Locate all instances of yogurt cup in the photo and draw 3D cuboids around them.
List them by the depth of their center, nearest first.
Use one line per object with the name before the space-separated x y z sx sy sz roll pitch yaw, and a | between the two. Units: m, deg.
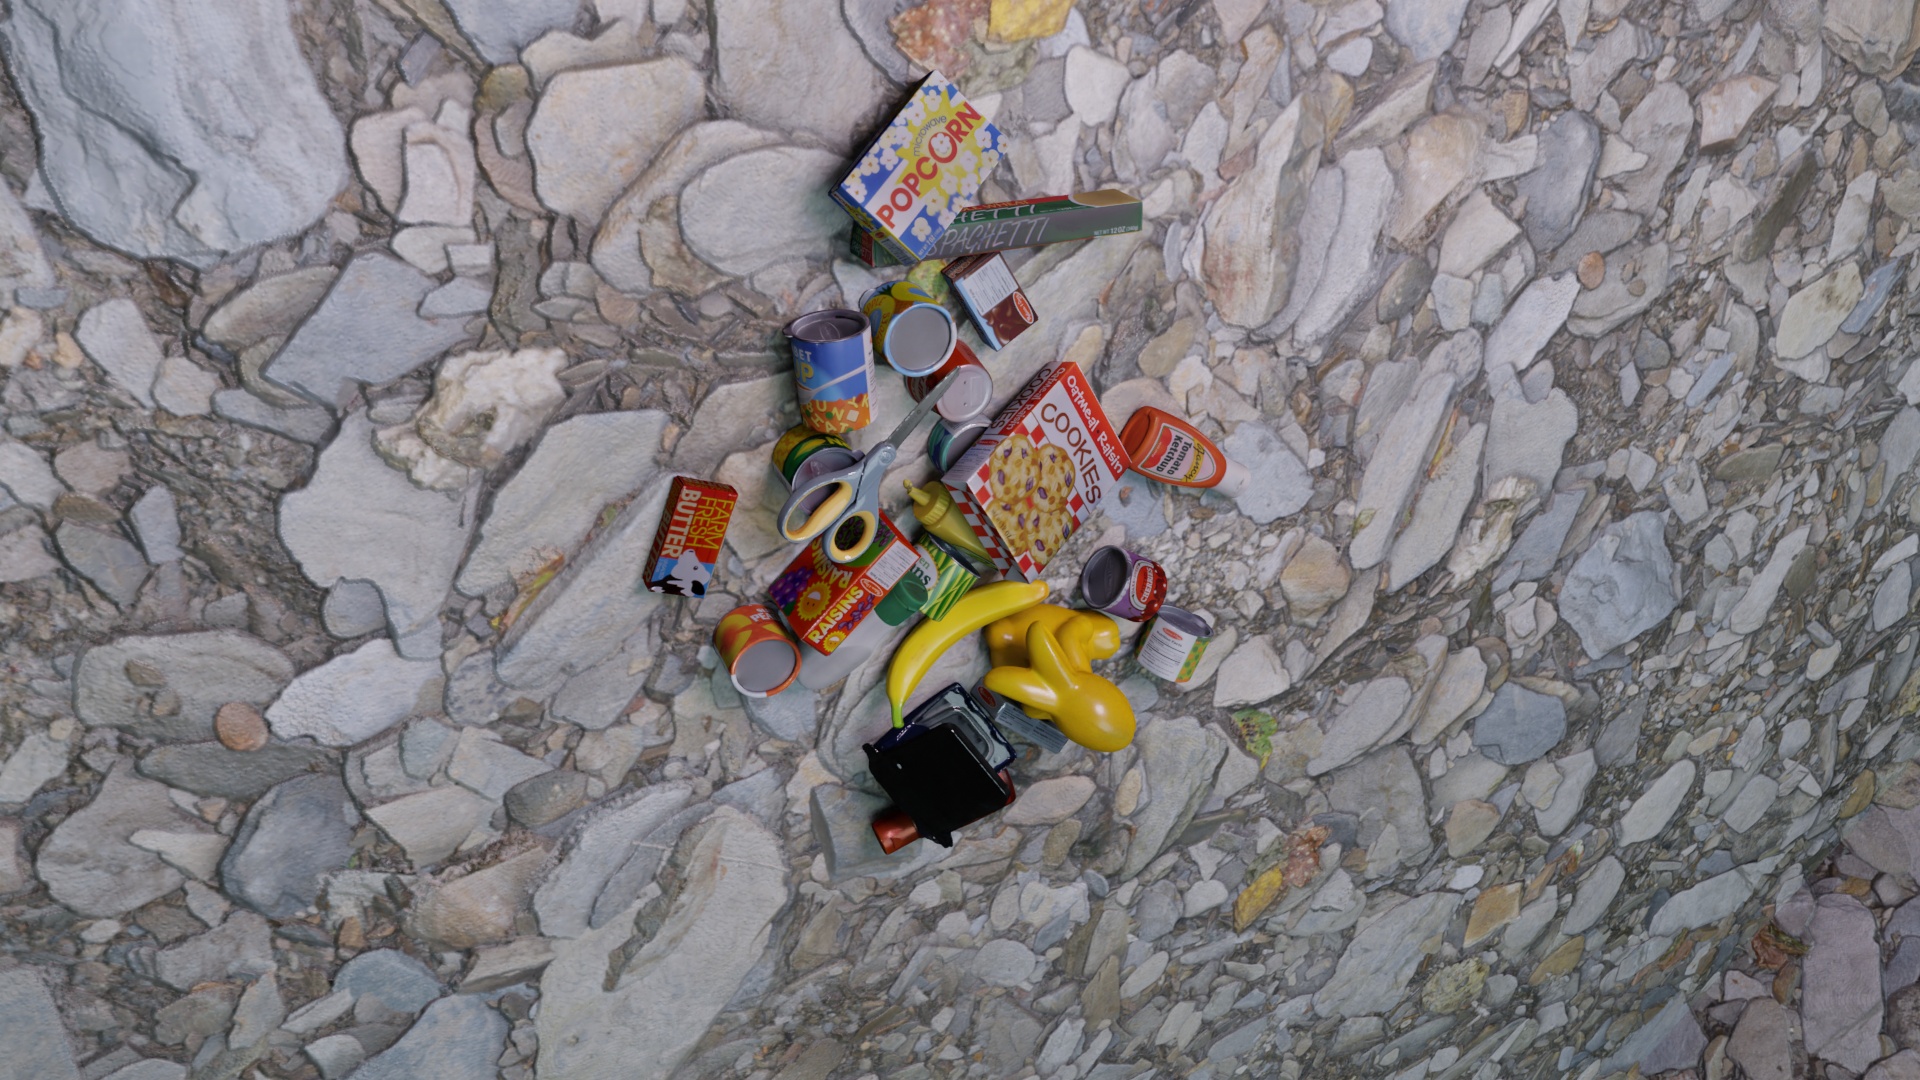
yogurt cup | -0.007 -0.137 1.202 0.072 0.054 0.072 -13 123 -22

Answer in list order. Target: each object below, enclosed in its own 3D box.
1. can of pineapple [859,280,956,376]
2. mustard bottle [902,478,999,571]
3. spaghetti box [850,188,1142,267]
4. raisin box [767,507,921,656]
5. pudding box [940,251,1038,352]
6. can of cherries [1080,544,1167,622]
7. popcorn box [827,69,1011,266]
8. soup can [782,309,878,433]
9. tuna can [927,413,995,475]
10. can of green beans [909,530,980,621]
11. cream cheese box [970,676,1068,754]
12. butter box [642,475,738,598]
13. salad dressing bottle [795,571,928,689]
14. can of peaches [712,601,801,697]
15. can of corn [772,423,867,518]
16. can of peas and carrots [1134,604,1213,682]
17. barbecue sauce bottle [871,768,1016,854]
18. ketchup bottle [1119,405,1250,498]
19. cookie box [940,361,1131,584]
can of pineapple | -0.045 -0.177 1.156 0.071 0.058 0.070 -13 122 -21
mustard bottle | 0.005 -0.016 1.273 0.160 0.065 0.049 30 86 -32
spaghetti box | 0.033 -0.261 1.155 0.251 0.050 0.028 -12 120 -21
raisin box | -0.103 0.029 1.225 0.123 0.086 0.040 -47 132 3
pudding box | 0.025 -0.210 1.193 0.050 0.030 0.083 -39 128 -4
can of cherries | 0.165 0.044 1.385 0.058 0.072 0.071 21 106 -35
popcorn box | -0.031 -0.288 1.077 0.085 0.038 0.127 40 76 -18
soup can | -0.106 -0.139 1.141 0.071 0.071 0.083 -16 123 -19
tuna can | 0.007 -0.081 1.254 0.071 0.033 0.070 -13 121 -21
can of green beans | -0.025 0.033 1.281 0.058 0.071 0.071 -48 128 5
cream cheese box | 0.061 0.179 1.418 0.103 0.053 0.024 33 97 -37
butter box | -0.229 -0.003 1.179 0.053 0.024 0.103 9 112 -32
salad dressing bottle | -0.092 0.080 1.252 0.147 0.044 0.064 -37 143 27
can of peaches | -0.180 0.097 1.240 0.071 0.058 0.071 -13 122 -21
can of corn | -0.119 -0.062 1.182 0.071 0.058 0.070 -13 122 -21
can of peas and carrots | 0.224 0.108 1.457 0.071 0.071 0.058 11 112 -32
barbecue sauce bottle | -0.018 0.274 1.436 0.149 0.044 0.064 -25 120 -13
ketchup bottle | 0.223 -0.080 1.363 0.149 0.044 0.064 19 106 -35
cookie box | 0.071 -0.063 1.248 0.168 0.040 0.122 -49 123 -26
